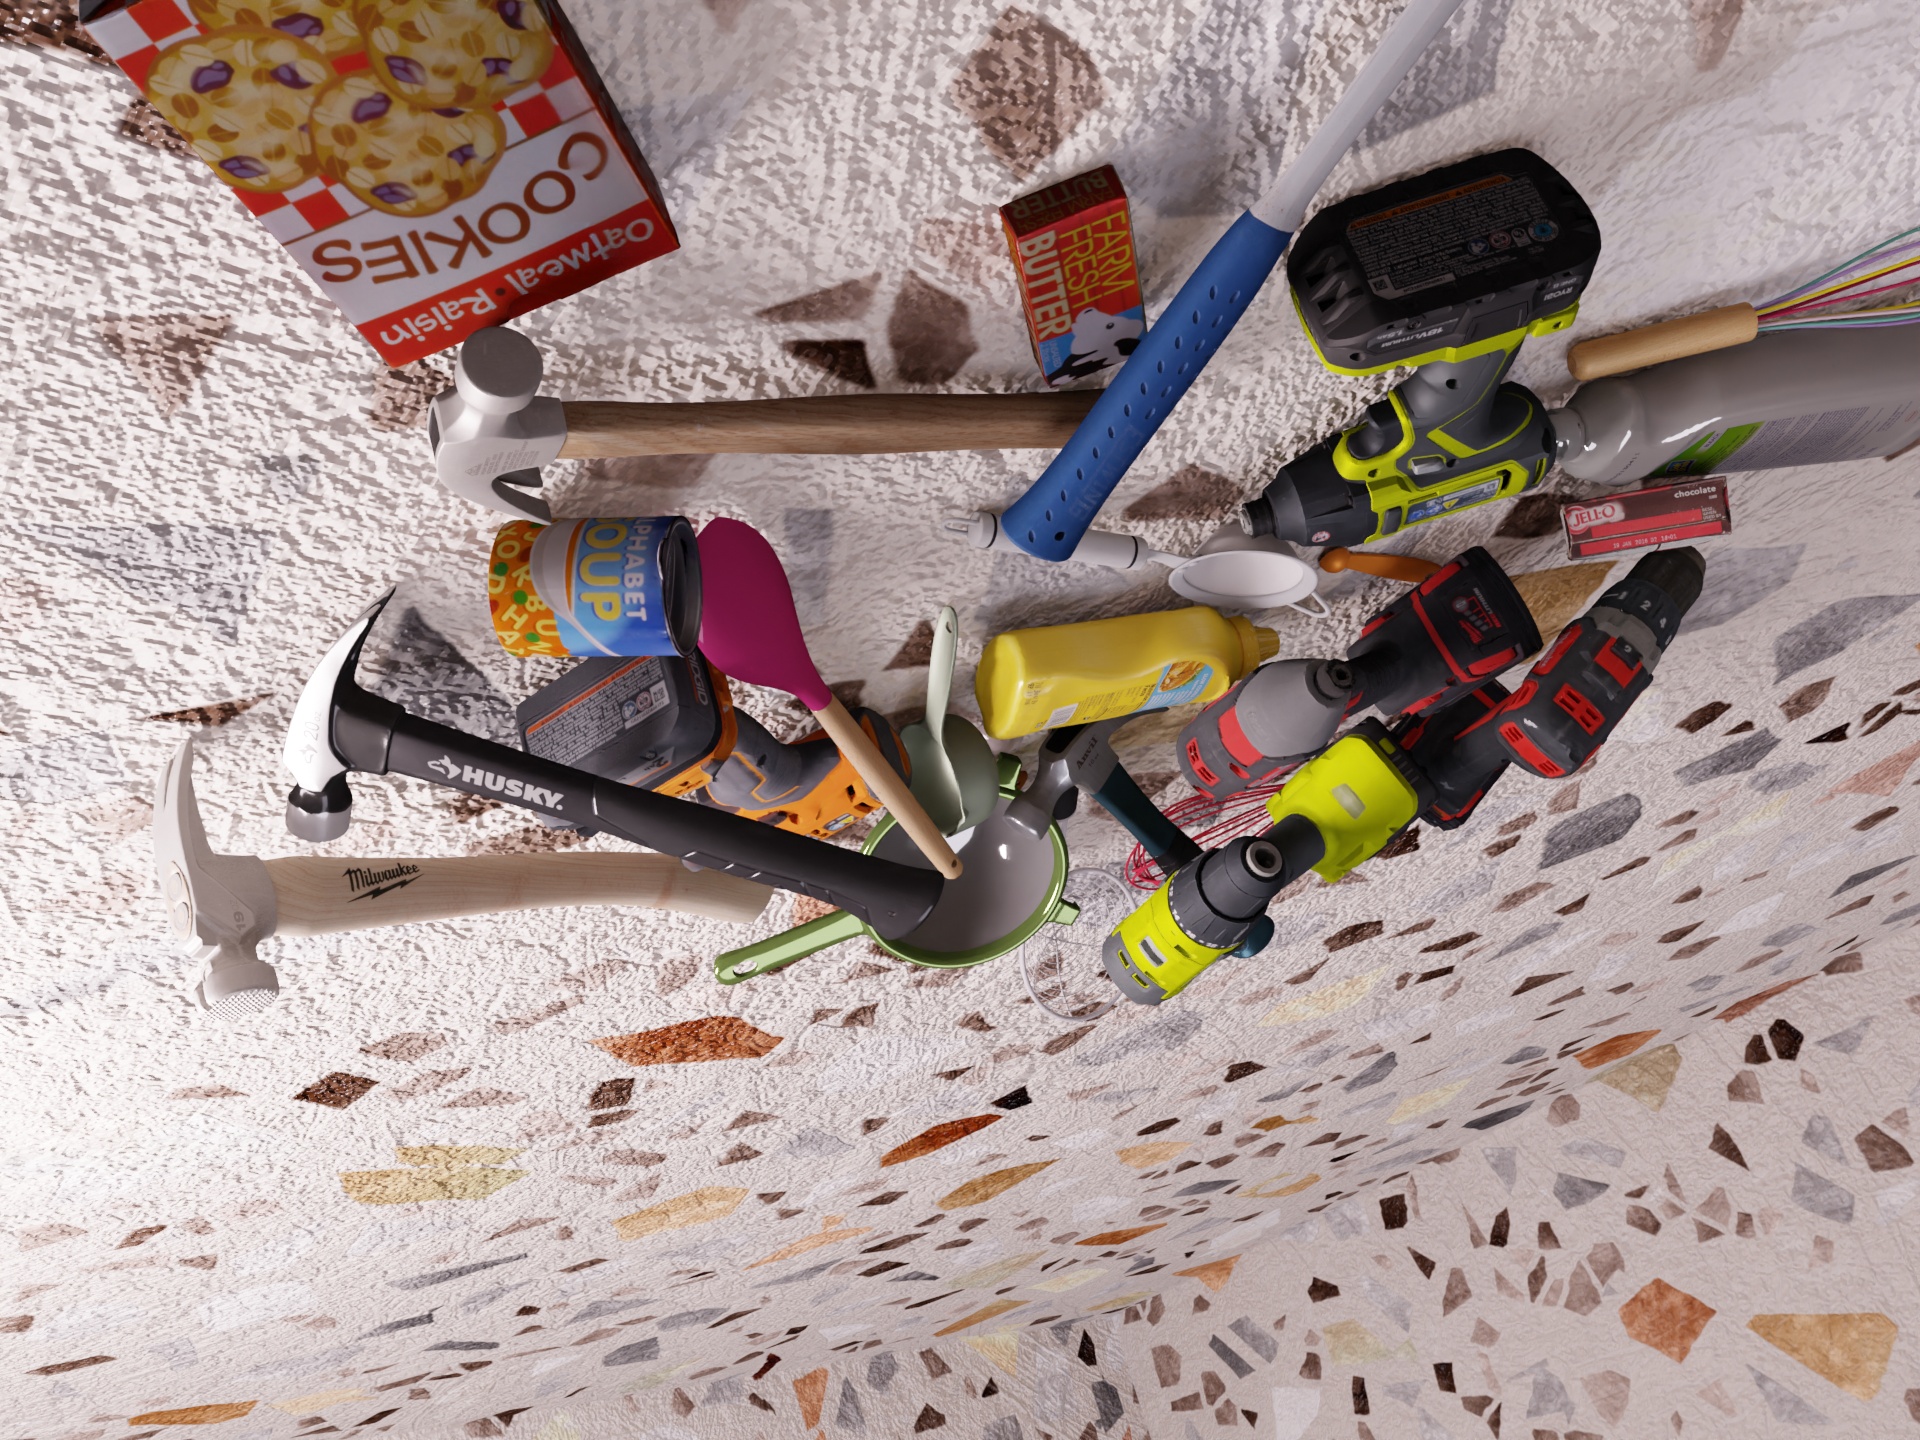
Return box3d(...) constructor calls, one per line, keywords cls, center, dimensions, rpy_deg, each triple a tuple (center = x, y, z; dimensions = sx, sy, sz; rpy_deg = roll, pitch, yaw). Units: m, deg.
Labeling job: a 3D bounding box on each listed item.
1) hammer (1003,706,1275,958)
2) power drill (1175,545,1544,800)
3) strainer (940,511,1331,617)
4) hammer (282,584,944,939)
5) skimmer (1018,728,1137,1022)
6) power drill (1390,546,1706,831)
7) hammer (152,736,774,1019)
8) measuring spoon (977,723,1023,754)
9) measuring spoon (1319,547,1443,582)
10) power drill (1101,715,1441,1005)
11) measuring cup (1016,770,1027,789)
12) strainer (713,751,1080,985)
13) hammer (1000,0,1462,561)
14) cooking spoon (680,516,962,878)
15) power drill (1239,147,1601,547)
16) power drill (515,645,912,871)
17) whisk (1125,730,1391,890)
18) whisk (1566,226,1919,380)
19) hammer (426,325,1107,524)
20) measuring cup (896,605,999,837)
box3d(cls="hammer", center=(0.148, 0.092, 1.135), dimensions=(0.128, 0.033, 0.330), rpy_deg=(-57, 136, -11))
box3d(cls="power drill", center=(0.247, -0.027, 0.982), dimensions=(0.219, 0.078, 0.143), rpy_deg=(-23, 169, -30))
box3d(cls="strainer", center=(0.105, -0.096, 0.901), dimensions=(0.258, 0.050, 0.087), rpy_deg=(5, 164, -27))
box3d(cls="hammer", center=(-0.170, 0.041, 0.806), dimensions=(0.334, 0.035, 0.146), rpy_deg=(18, 121, -6))
box3d(cls="skimmer", center=(0.097, 0.113, 1.203), dimensions=(0.127, 0.090, 0.363), rpy_deg=(-44, 157, -24))
box3d(cls="power drill", center=(0.393, -0.022, 1.076), dimensions=(0.188, 0.080, 0.226), rpy_deg=(-46, 177, -19))
box3d(cls="hammer", center=(-0.268, 0.089, 0.954), dimensions=(0.038, 0.146, 0.410), rpy_deg=(-36, 156, 30))
box3d(cls="measuring spoon", center=(-0.015, 0.023, 1.055), dimensions=(0.124, 0.018, 0.034), rpy_deg=(-14, 151, -10))
box3d(cls="measuring spoon", center=(0.276, -0.097, 1.027), dimensions=(0.116, 0.011, 0.021), rpy_deg=(3, 144, -36))
box3d(cls="power drill", center=(0.211, 0.089, 1.057), dimensions=(0.228, 0.080, 0.190), rpy_deg=(-31, 166, -31))
box3d(cls="measuring cup", center=(0.019, 0.101, 1.173), dimensions=(0.095, 0.052, 0.173), rpy_deg=(-3, 148, -26))
box3d(cls="strainer", center=(-0.053, 0.114, 1.105), dimensions=(0.256, 0.069, 0.151), rpy_deg=(-22, 121, 1))
box3d(cls="hammer", center=(0.144, -0.219, 0.675), dimensions=(0.144, 0.035, 0.405), rpy_deg=(6, 137, -36))
box3d(cls="cooking spoon", center=(-0.066, 0.004, 0.894), dimensions=(0.017, 0.069, 0.318), rpy_deg=(14, 152, 36))
box3d(cls="power drill", center=(0.228, -0.169, 0.812), dimensions=(0.171, 0.080, 0.223), rpy_deg=(-17, 154, 1))
box3d(cls="power drill", center=(-0.151, 0.033, 0.934), dimensions=(0.164, 0.084, 0.226), rpy_deg=(-30, 153, 20))
box3d(cls="whisk", center=(0.262, 0.059, 1.245), dimensions=(0.296, 0.073, 0.073), rpy_deg=(-25, 151, -2))
box3d(cls="whisk", center=(0.457, -0.229, 0.879), dimensions=(0.245, 0.051, 0.047), rpy_deg=(-14, -175, 0))
box3d(cls="hammer", center=(-0.070, -0.132, 0.721), dimensions=(0.331, 0.031, 0.130), rpy_deg=(-7, 167, -29))
box3d(cls="measuring cup", center=(-0.002, -0.003, 0.976), dimensions=(0.038, 0.083, 0.167), rpy_deg=(-18, 134, -30))
